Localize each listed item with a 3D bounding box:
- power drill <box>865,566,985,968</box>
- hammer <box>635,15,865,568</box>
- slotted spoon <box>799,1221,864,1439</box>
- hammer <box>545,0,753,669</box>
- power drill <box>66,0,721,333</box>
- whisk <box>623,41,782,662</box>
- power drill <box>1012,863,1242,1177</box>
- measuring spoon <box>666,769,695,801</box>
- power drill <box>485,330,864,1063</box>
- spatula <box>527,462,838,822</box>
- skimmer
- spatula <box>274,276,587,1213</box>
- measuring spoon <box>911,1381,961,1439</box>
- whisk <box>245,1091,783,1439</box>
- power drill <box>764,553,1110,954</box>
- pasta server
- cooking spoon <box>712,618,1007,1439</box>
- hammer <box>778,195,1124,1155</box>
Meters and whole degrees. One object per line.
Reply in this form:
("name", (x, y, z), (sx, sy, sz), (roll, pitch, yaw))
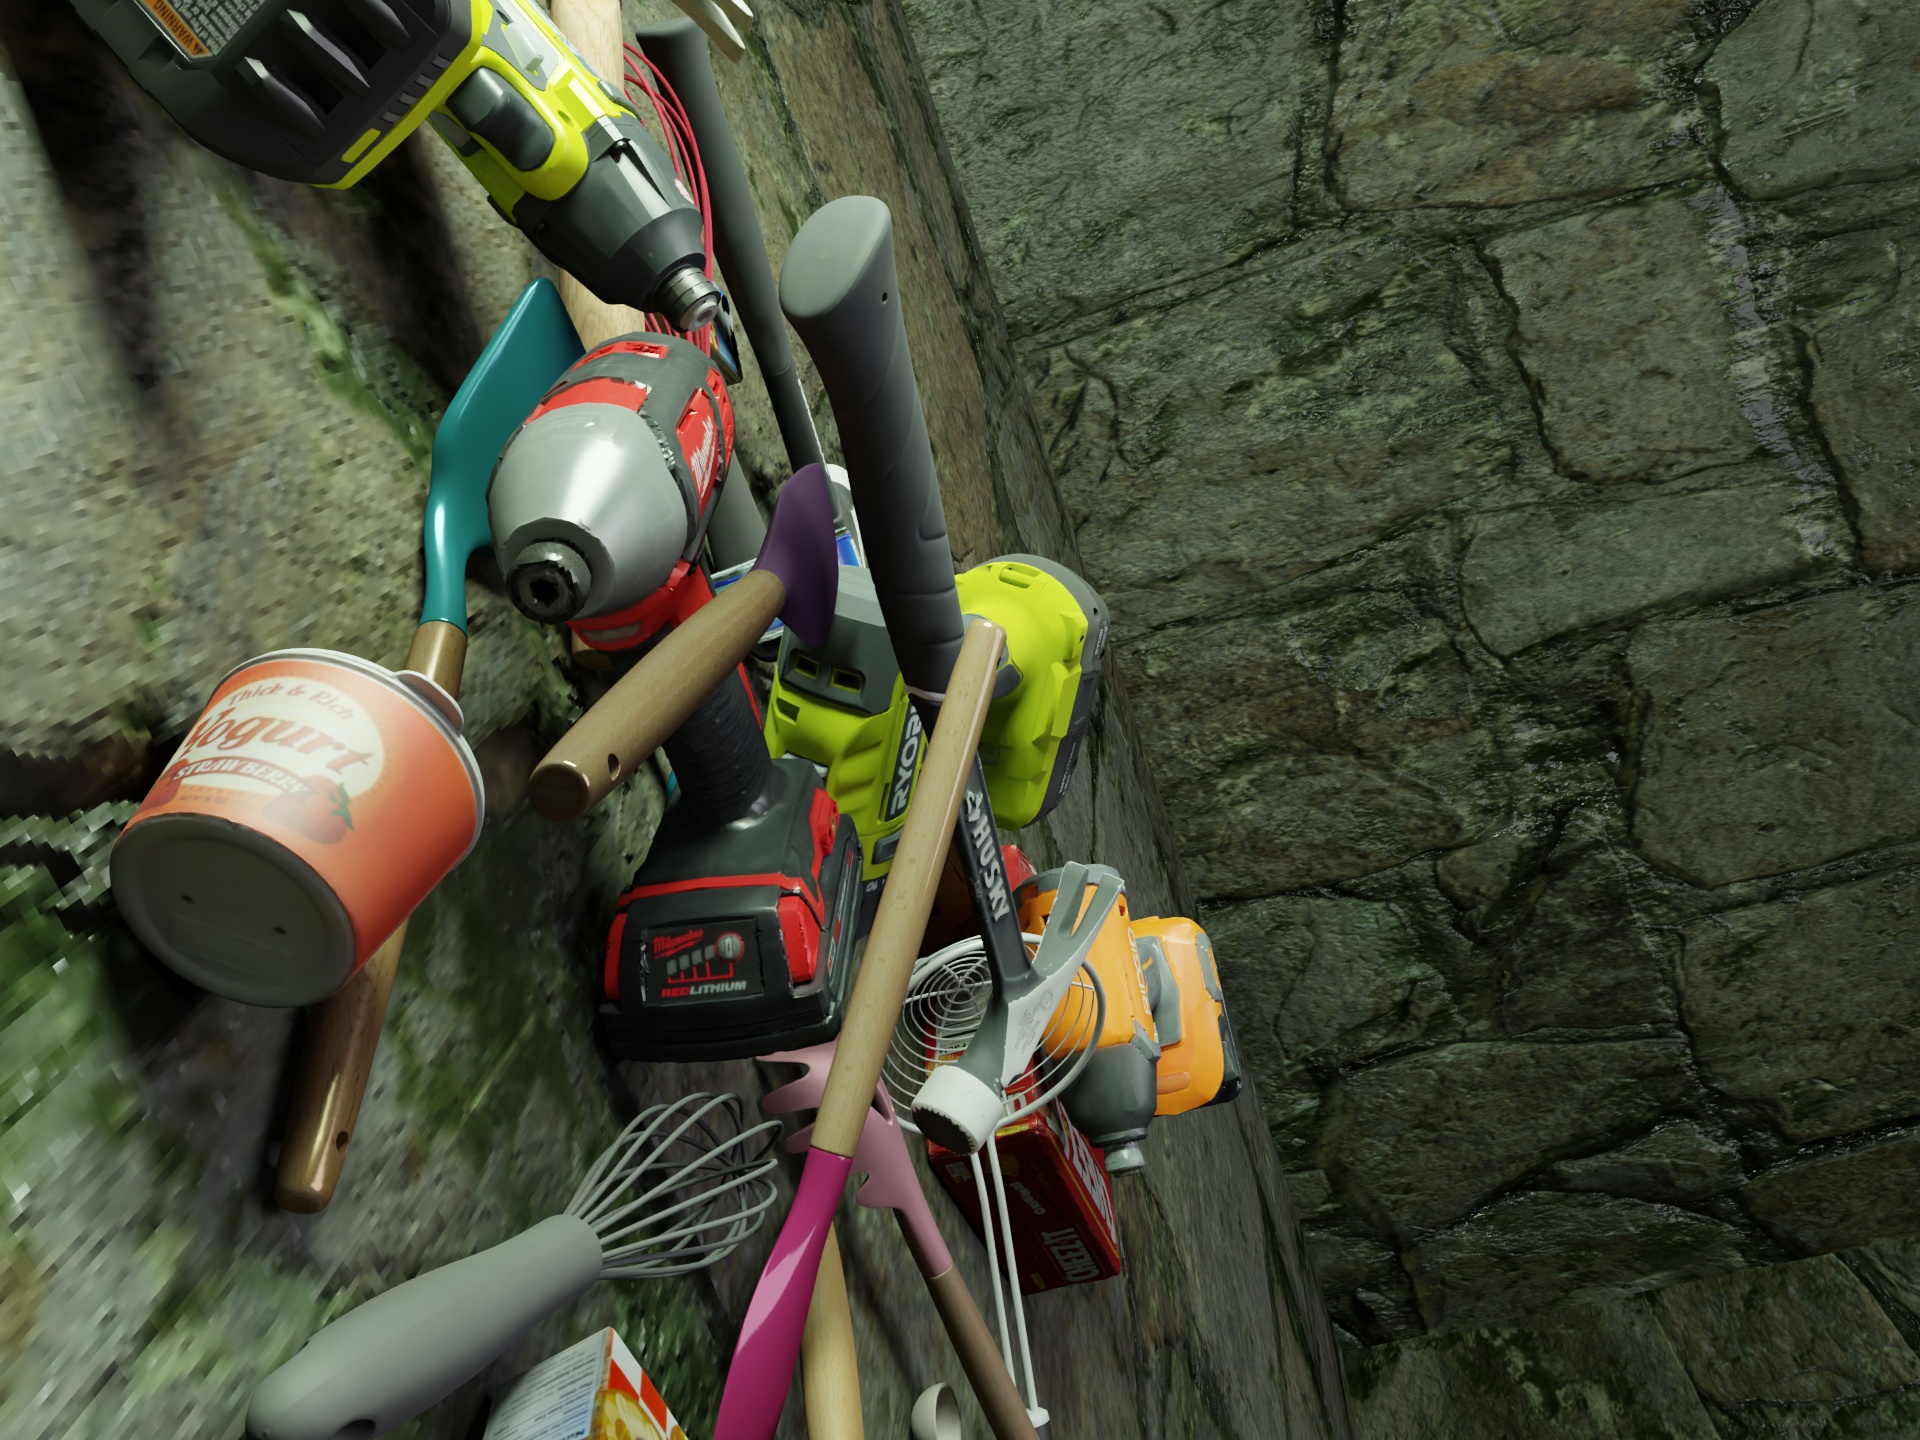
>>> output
("power drill", (-0.034, 0.003, 0.909), (0.185, 0.084, 0.226), (60, 22, -44))
("hammer", (-0.101, -0.200, 0.830), (0.146, 0.035, 0.334), (-101, 177, -45))
("slotted spoon", (-0.040, 0.222, 0.499), (0.314, 0.031, 0.070), (-135, -144, -79))
("hammer", (-0.140, -0.182, 0.629), (0.031, 0.130, 0.331), (144, -58, -67))
("power drill", (-0.159, -0.199, 0.475), (0.171, 0.080, 0.223), (49, 11, 4))
("whisk", (-0.127, -0.162, 0.736), (0.073, 0.073, 0.295), (-80, 157, -66))
("power drill", (0.101, 0.181, 0.929), (0.226, 0.084, 0.164), (35, 42, -64))
("measuring spoon", (-0.126, -0.004, 0.634), (0.128, 0.021, 0.042), (61, 12, -13))
("power drill", (-0.093, -0.002, 0.515), (0.143, 0.078, 0.219), (-85, 167, -59))
("spatula", (-0.061, -0.028, 0.450), (0.316, 0.018, 0.059), (-72, 155, -74))
("skimmer", (0.032, 0.286, 0.775), (0.090, 0.127, 0.363), (154, -71, -70))
("spatula", (-0.145, -0.009, 0.462), (0.082, 0.044, 0.318), (76, 7, -46))
("measuring spoon", (-0.009, 0.355, 0.691), (0.034, 0.018, 0.124), (44, 38, -64))
("whisk", (-0.106, 0.145, 0.433), (0.239, 0.055, 0.055), (4, 69, -74))
("power drill", (-0.019, 0.018, 0.719), (0.228, 0.080, 0.190), (-26, 132, -62))
("pasta server", (-0.008, 0.265, 0.706), (0.060, 0.040, 0.316), (-77, 146, -69))
("cooking spoon", (-0.034, 0.115, 0.519), (0.068, 0.017, 0.319), (72, 33, -75))
("hammer", (-0.001, -0.002, 0.605), (0.149, 0.036, 0.408), (-51, 145, -34))
